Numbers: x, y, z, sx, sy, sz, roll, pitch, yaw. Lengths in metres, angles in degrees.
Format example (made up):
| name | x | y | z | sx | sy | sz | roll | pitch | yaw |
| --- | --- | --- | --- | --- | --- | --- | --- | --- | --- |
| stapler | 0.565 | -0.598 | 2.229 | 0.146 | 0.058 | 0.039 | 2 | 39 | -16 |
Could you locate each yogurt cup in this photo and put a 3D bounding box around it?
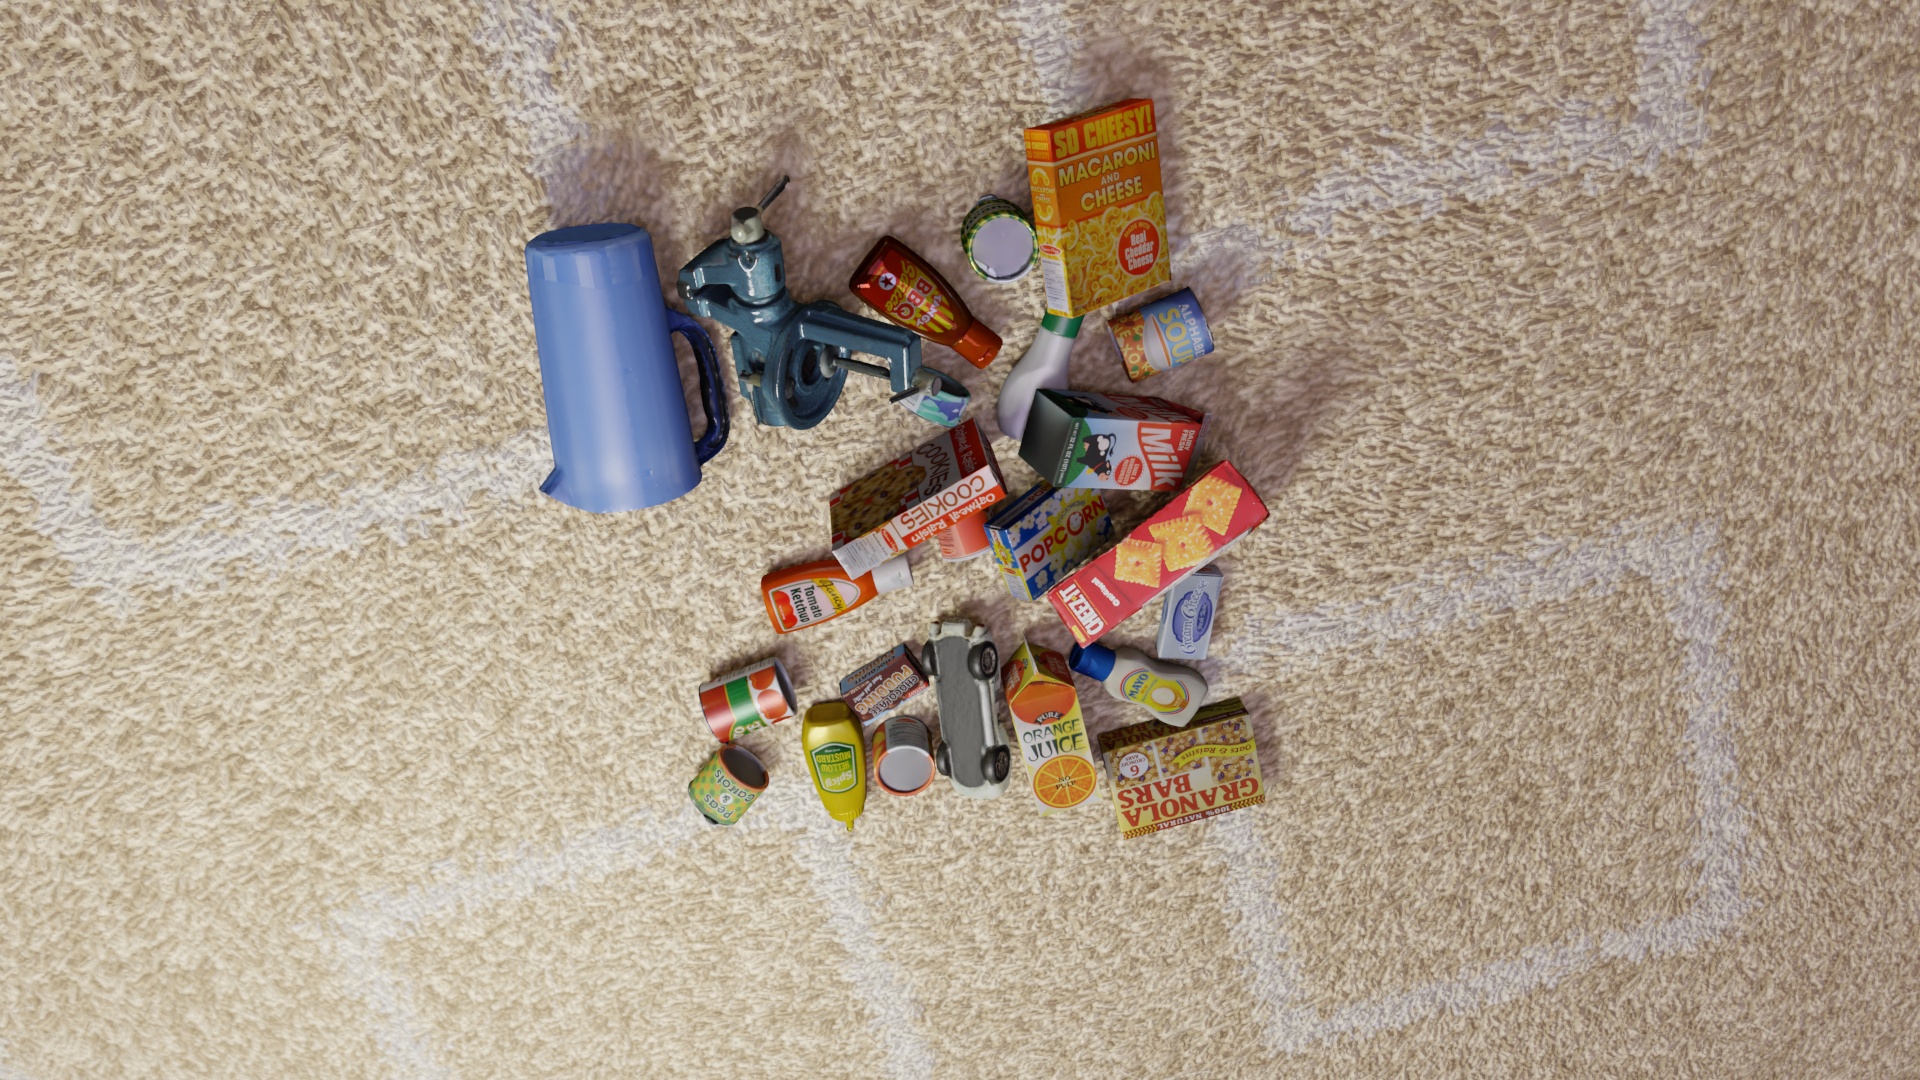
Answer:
| name | x | y | z | sx | sy | sz | roll | pitch | yaw |
| --- | --- | --- | --- | --- | --- | --- | --- | --- | --- |
| yogurt cup | 0.005 | -0.017 | 1.375 | 0.072 | 0.072 | 0.053 | -20 | 108 | 3 |

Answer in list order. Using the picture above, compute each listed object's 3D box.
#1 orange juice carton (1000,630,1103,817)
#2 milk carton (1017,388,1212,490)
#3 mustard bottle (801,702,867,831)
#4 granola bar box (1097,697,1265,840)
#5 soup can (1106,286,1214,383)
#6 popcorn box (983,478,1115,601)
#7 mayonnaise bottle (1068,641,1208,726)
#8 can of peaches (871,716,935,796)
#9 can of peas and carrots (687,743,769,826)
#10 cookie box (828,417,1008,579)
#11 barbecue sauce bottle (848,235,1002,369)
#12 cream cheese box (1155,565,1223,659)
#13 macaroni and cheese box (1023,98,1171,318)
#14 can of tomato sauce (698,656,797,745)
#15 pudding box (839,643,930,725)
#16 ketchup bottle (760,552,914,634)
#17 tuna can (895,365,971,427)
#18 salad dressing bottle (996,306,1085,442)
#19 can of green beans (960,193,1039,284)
| name | x | y | z | sx | sy | sz | roll | pitch | yaw |
| --- | --- | --- | --- | --- | --- | --- | --- | --- | --- |
| orange juice carton | 0.093 | 0.192 | 1.477 | 0.073 | 0.072 | 0.191 | -15 | 116 | 0 |
| milk carton | 0.159 | -0.095 | 1.333 | 0.191 | 0.073 | 0.072 | 1 | 116 | -31 |
| mustard bottle | -0.129 | 0.251 | 1.492 | 0.065 | 0.049 | 0.159 | -9 | 115 | 1 |
| granola bar box | 0.245 | 0.253 | 1.541 | 0.166 | 0.039 | 0.123 | -15 | 115 | 0 |
| soup can | 0.189 | -0.192 | 1.309 | 0.084 | 0.071 | 0.071 | -22 | 115 | 5 |
| popcorn box | 0.088 | -0.010 | 1.366 | 0.127 | 0.038 | 0.085 | -37 | 119 | -29 |
| mayonnaise bottle | 0.188 | 0.147 | 1.483 | 0.148 | 0.041 | 0.064 | 23 | 110 | -16 |
| can of peaches | -0.061 | 0.233 | 1.486 | 0.071 | 0.058 | 0.071 | -3 | 115 | -5 |
| can of peas and carrots | -0.245 | 0.259 | 1.471 | 0.071 | 0.071 | 0.058 | 36 | 106 | -20 |
| cookie box | -0.043 | -0.042 | 1.324 | 0.167 | 0.123 | 0.040 | -28 | 116 | 7 |
| barbecue sauce bottle | -0.028 | -0.216 | 1.290 | 0.148 | 0.044 | 0.064 | 35 | 106 | -20 |
| cream cheese box | 0.241 | 0.076 | 1.466 | 0.053 | 0.024 | 0.103 | 4 | 114 | -8 |
| macaroni and cheese box | 0.124 | -0.298 | 1.242 | 0.124 | 0.040 | 0.165 | -25 | 119 | -28 |
| can of tomato sauce | -0.217 | 0.166 | 1.432 | 0.083 | 0.071 | 0.071 | -21 | 115 | 3 |
| pudding box | -0.080 | 0.152 | 1.462 | 0.083 | 0.030 | 0.049 | -31 | 115 | 8 |
| ketchup bottle | -0.123 | 0.046 | 1.401 | 0.149 | 0.044 | 0.064 | -15 | 116 | 0 |
| tuna can | -0.023 | -0.136 | 1.315 | 0.071 | 0.071 | 0.032 | 22 | 110 | -16 |
| salad dressing bottle | 0.081 | -0.167 | 1.325 | 0.064 | 0.044 | 0.147 | 15 | 111 | -15 |
| can of green beans | 0.035 | -0.272 | 1.262 | 0.071 | 0.058 | 0.071 | -2 | 115 | -5 |
